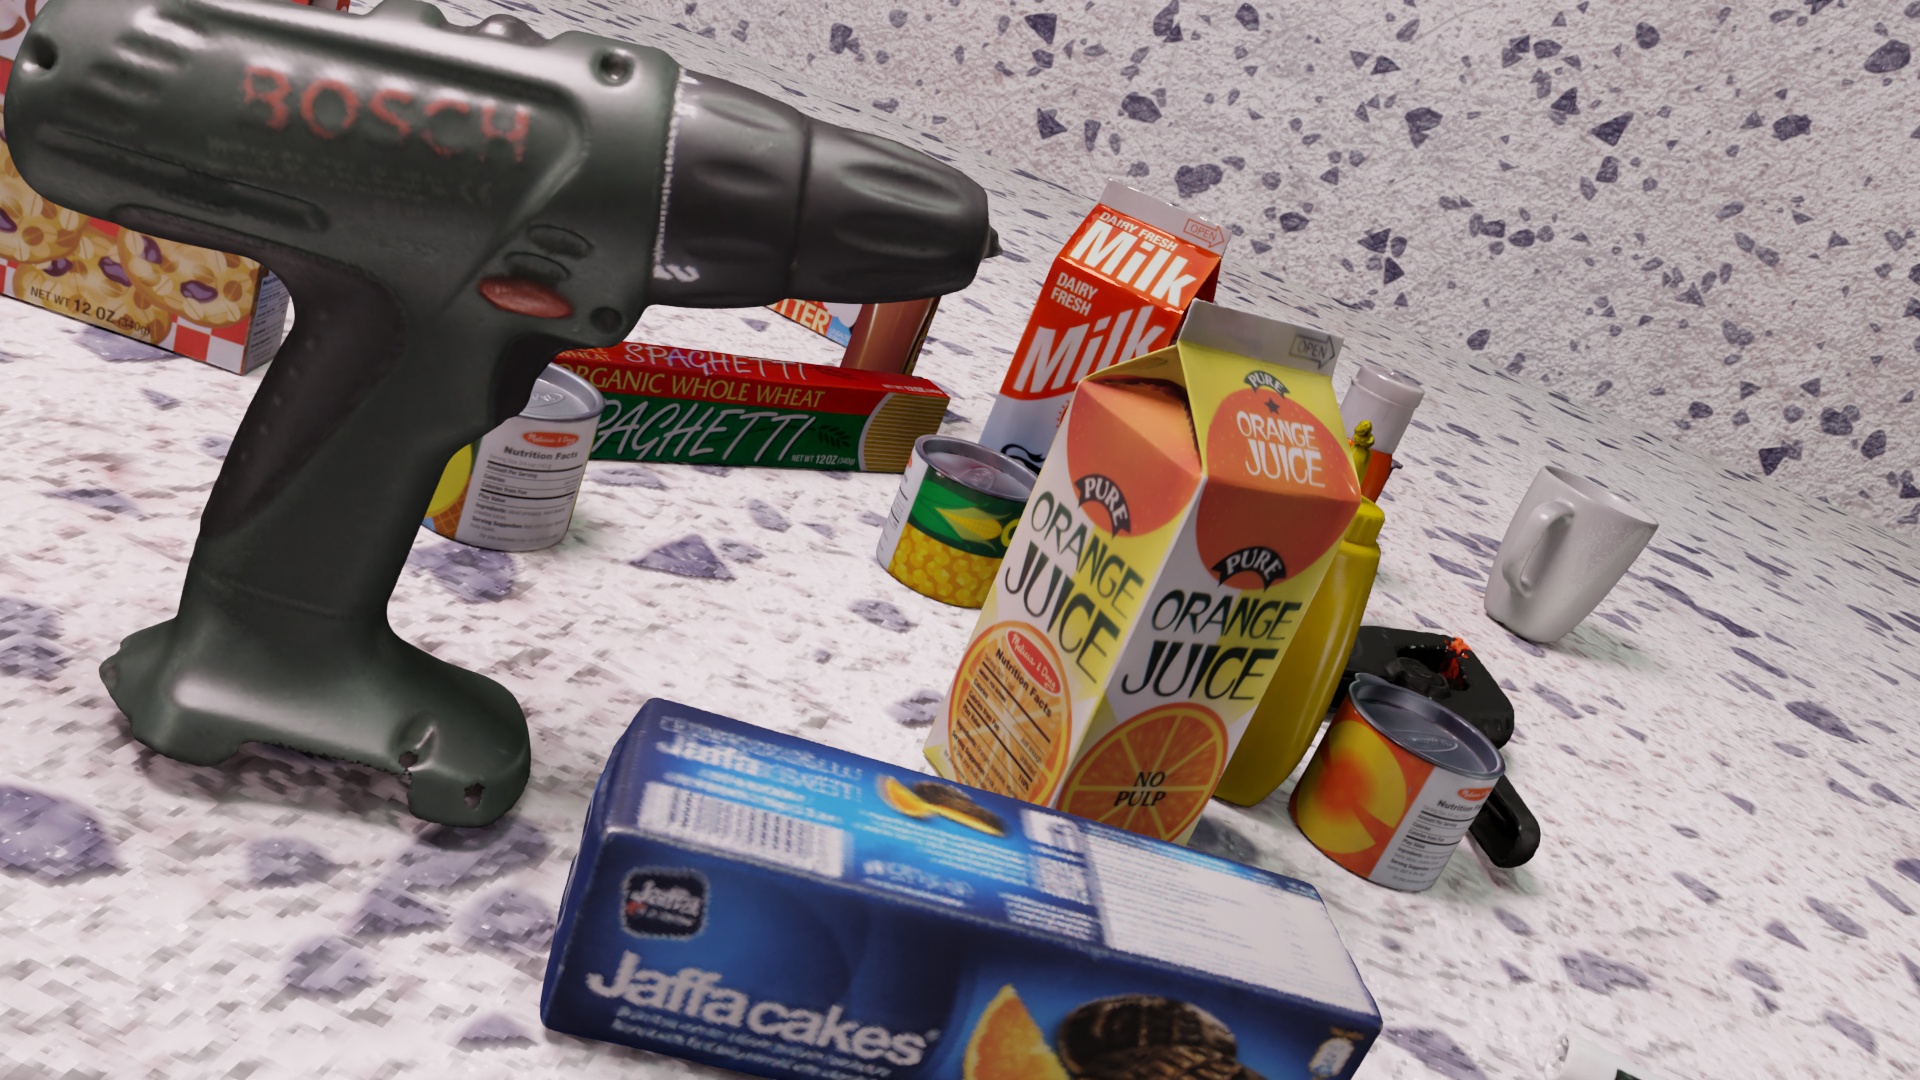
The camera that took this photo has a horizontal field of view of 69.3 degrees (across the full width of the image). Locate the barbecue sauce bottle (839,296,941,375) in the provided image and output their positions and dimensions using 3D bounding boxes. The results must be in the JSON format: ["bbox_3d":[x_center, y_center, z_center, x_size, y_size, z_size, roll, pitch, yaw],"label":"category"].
[{"bbox_3d":[-0.034,-0.142,0.818,0.044,0.148,0.065,19,20,-9],"label":"barbecue sauce bottle"}]

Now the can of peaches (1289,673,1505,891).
[{"bbox_3d":[0.173,0.097,0.560,0.071,0.057,0.071,19,20,-7],"label":"can of peaches"}]

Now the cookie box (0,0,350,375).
[{"bbox_3d":[-0.326,-0.166,0.555,0.123,0.166,0.040,19,20,-8],"label":"cookie box"}]

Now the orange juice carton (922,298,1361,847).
[{"bbox_3d":[0.063,0.014,0.462,0.072,0.192,0.073,8,24,-35],"label":"orange juice carton"}]

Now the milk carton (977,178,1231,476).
[{"bbox_3d":[0.070,-0.084,0.720,0.072,0.189,0.074,27,20,14],"label":"milk carton"}]

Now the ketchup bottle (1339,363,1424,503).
[{"bbox_3d":[0.203,-0.023,0.761,0.043,0.148,0.065,23,20,1],"label":"ketchup bottle"}]

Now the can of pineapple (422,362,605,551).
[{"bbox_3d":[-0.178,-0.037,0.538,0.071,0.057,0.071,19,20,-7],"label":"can of pineapple"}]

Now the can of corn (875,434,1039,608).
[{"bbox_3d":[0.002,-0.008,0.650,0.071,0.058,0.071,19,20,-7],"label":"can of corn"}]

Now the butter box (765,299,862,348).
[{"bbox_3d":[-0.094,-0.173,0.973,0.103,0.053,0.024,28,21,16],"label":"butter box"}]

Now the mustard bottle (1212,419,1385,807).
[{"bbox_3d":[0.129,0.026,0.547,0.065,0.159,0.049,27,20,14],"label":"mustard bottle"}]

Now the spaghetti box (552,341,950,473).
[{"bbox_3d":[-0.108,-0.064,0.691,0.250,0.050,0.029,0,29,-46],"label":"spaghetti box"}]

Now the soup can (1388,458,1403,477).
[{"bbox_3d":[0.231,-0.025,0.888,0.071,0.083,0.071,19,20,-7],"label":"soup can"}]
